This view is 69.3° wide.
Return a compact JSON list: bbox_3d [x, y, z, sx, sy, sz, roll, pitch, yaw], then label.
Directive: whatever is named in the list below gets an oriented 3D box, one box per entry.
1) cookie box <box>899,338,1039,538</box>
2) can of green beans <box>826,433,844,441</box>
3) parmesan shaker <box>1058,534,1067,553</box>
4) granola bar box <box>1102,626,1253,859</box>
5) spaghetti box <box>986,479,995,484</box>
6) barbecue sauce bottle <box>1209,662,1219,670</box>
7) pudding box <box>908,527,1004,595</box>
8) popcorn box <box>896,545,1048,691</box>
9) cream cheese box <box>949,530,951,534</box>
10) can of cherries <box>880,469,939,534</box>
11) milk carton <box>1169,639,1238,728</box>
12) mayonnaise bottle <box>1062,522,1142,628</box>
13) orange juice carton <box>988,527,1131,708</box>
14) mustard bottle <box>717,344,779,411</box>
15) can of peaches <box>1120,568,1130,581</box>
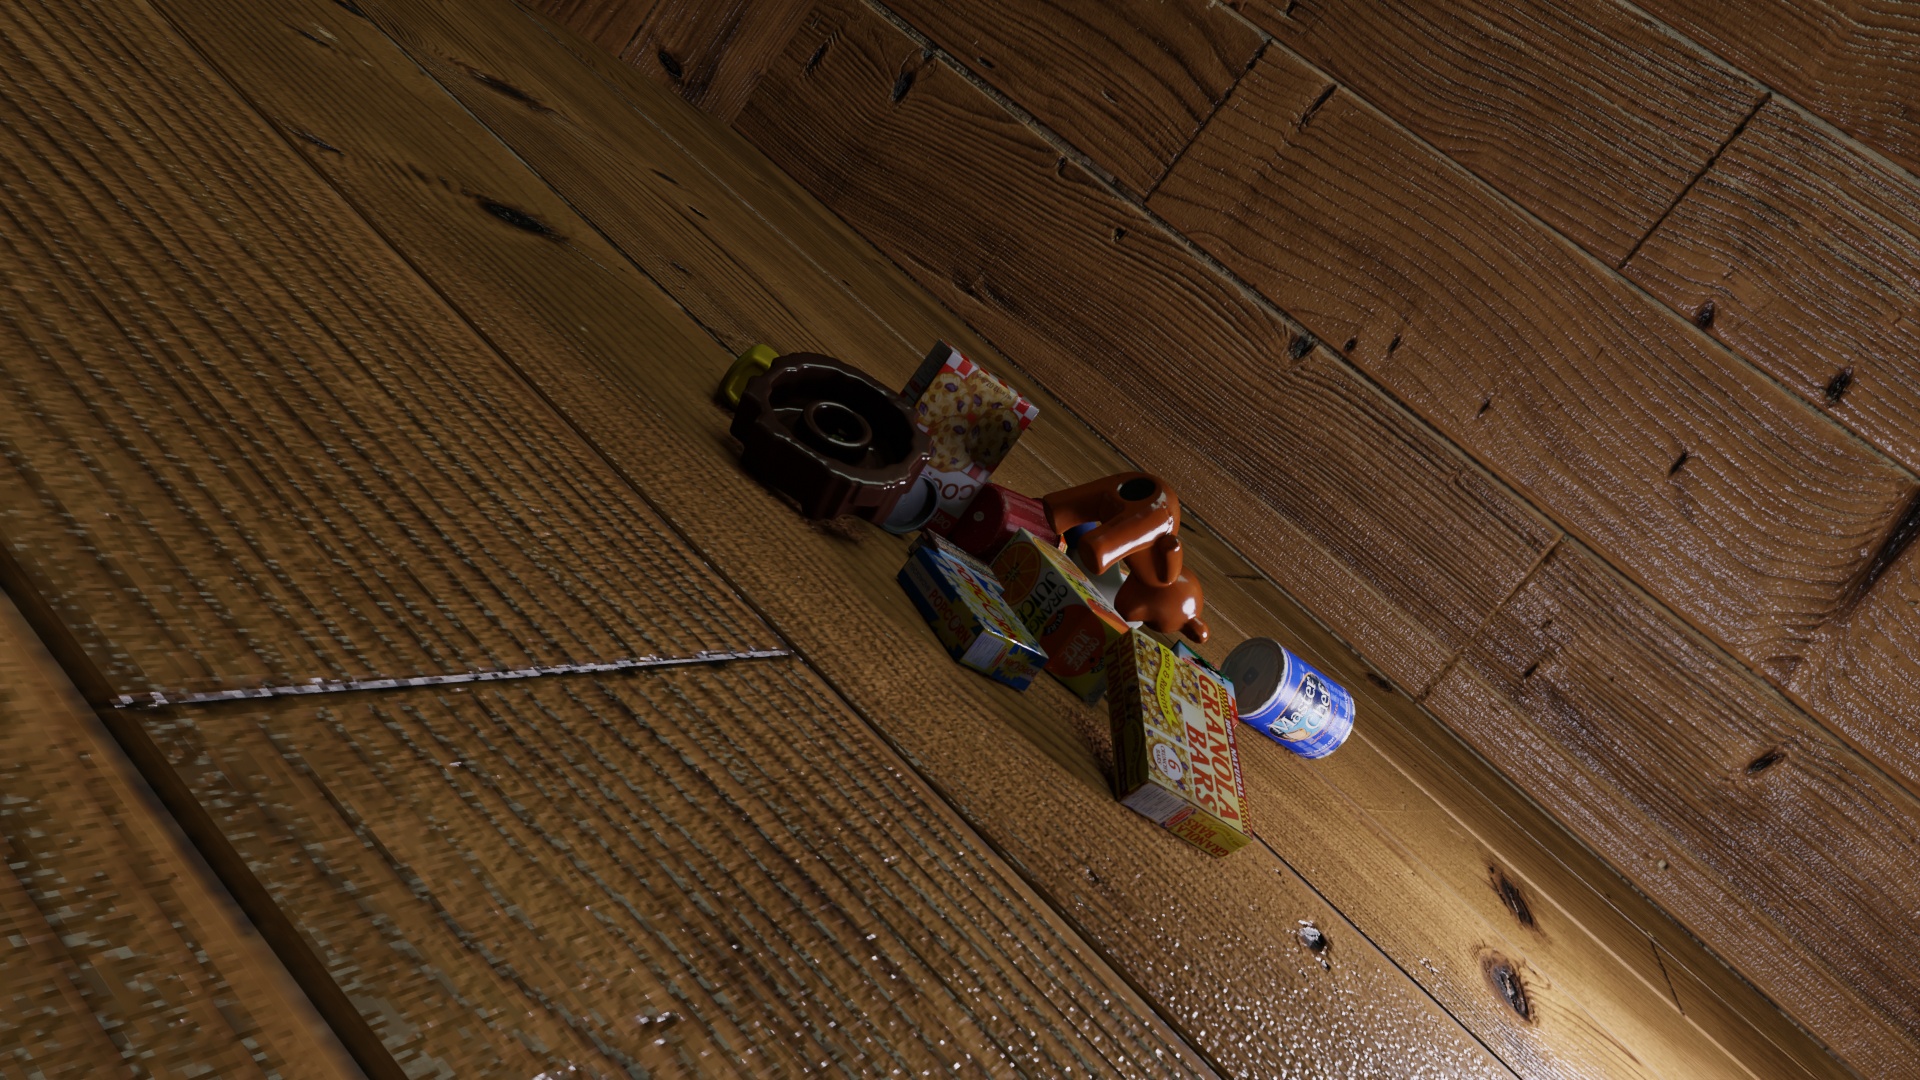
[{"bbox_3d":[-0.019,-0.097,1.377,0.123,0.167,0.040,30,11,-35],"label":"cookie box"},{"bbox_3d":[-0.124,-0.095,1.325,0.071,0.057,0.071,37,12,-9],"label":"can of green beans"},{"bbox_3d":[0.101,0.003,1.591,0.103,0.071,0.071,26,17,-46],"label":"parmesan shaker"},{"bbox_3d":[0.180,0.167,1.159,0.124,0.039,0.166,33,35,-26],"label":"granola bar box"},{"bbox_3d":[0.031,-0.051,1.617,0.050,0.028,0.250,33,5,3],"label":"spaghetti box"},{"bbox_3d":[0.270,0.162,1.570,0.065,0.043,0.149,41,12,12],"label":"barbecue sauce bottle"},{"bbox_3d":[-0.004,0.028,1.289,0.083,0.030,0.050,32,14,-28],"label":"pudding box"},{"bbox_3d":[0.009,0.064,1.172,0.085,0.038,0.127,29,15,-41],"label":"popcorn box"},{"bbox_3d":[0.005,-0.019,1.505,0.103,0.024,0.053,27,15,-46],"label":"cream cheese box"},{"bbox_3d":[-0.063,-0.049,1.317,0.071,0.071,0.058,29,15,-38],"label":"can of cherries"},{"bbox_3d":[0.214,0.162,1.328,0.072,0.073,0.191,39,12,2],"label":"milk carton"},{"bbox_3d":[0.143,0.033,1.477,0.041,0.065,0.147,-127,-166,-73],"label":"mayonnaise bottle"},{"bbox_3d":[0.100,0.075,1.318,0.073,0.071,0.193,29,15,-39],"label":"orange juice carton"},{"bbox_3d":[-0.198,-0.159,1.341,0.049,0.065,0.160,42,5,-12],"label":"mustard bottle"},{"bbox_3d":[0.168,0.062,1.593,0.058,0.071,0.071,24,18,-50],"label":"can of peaches"}]
